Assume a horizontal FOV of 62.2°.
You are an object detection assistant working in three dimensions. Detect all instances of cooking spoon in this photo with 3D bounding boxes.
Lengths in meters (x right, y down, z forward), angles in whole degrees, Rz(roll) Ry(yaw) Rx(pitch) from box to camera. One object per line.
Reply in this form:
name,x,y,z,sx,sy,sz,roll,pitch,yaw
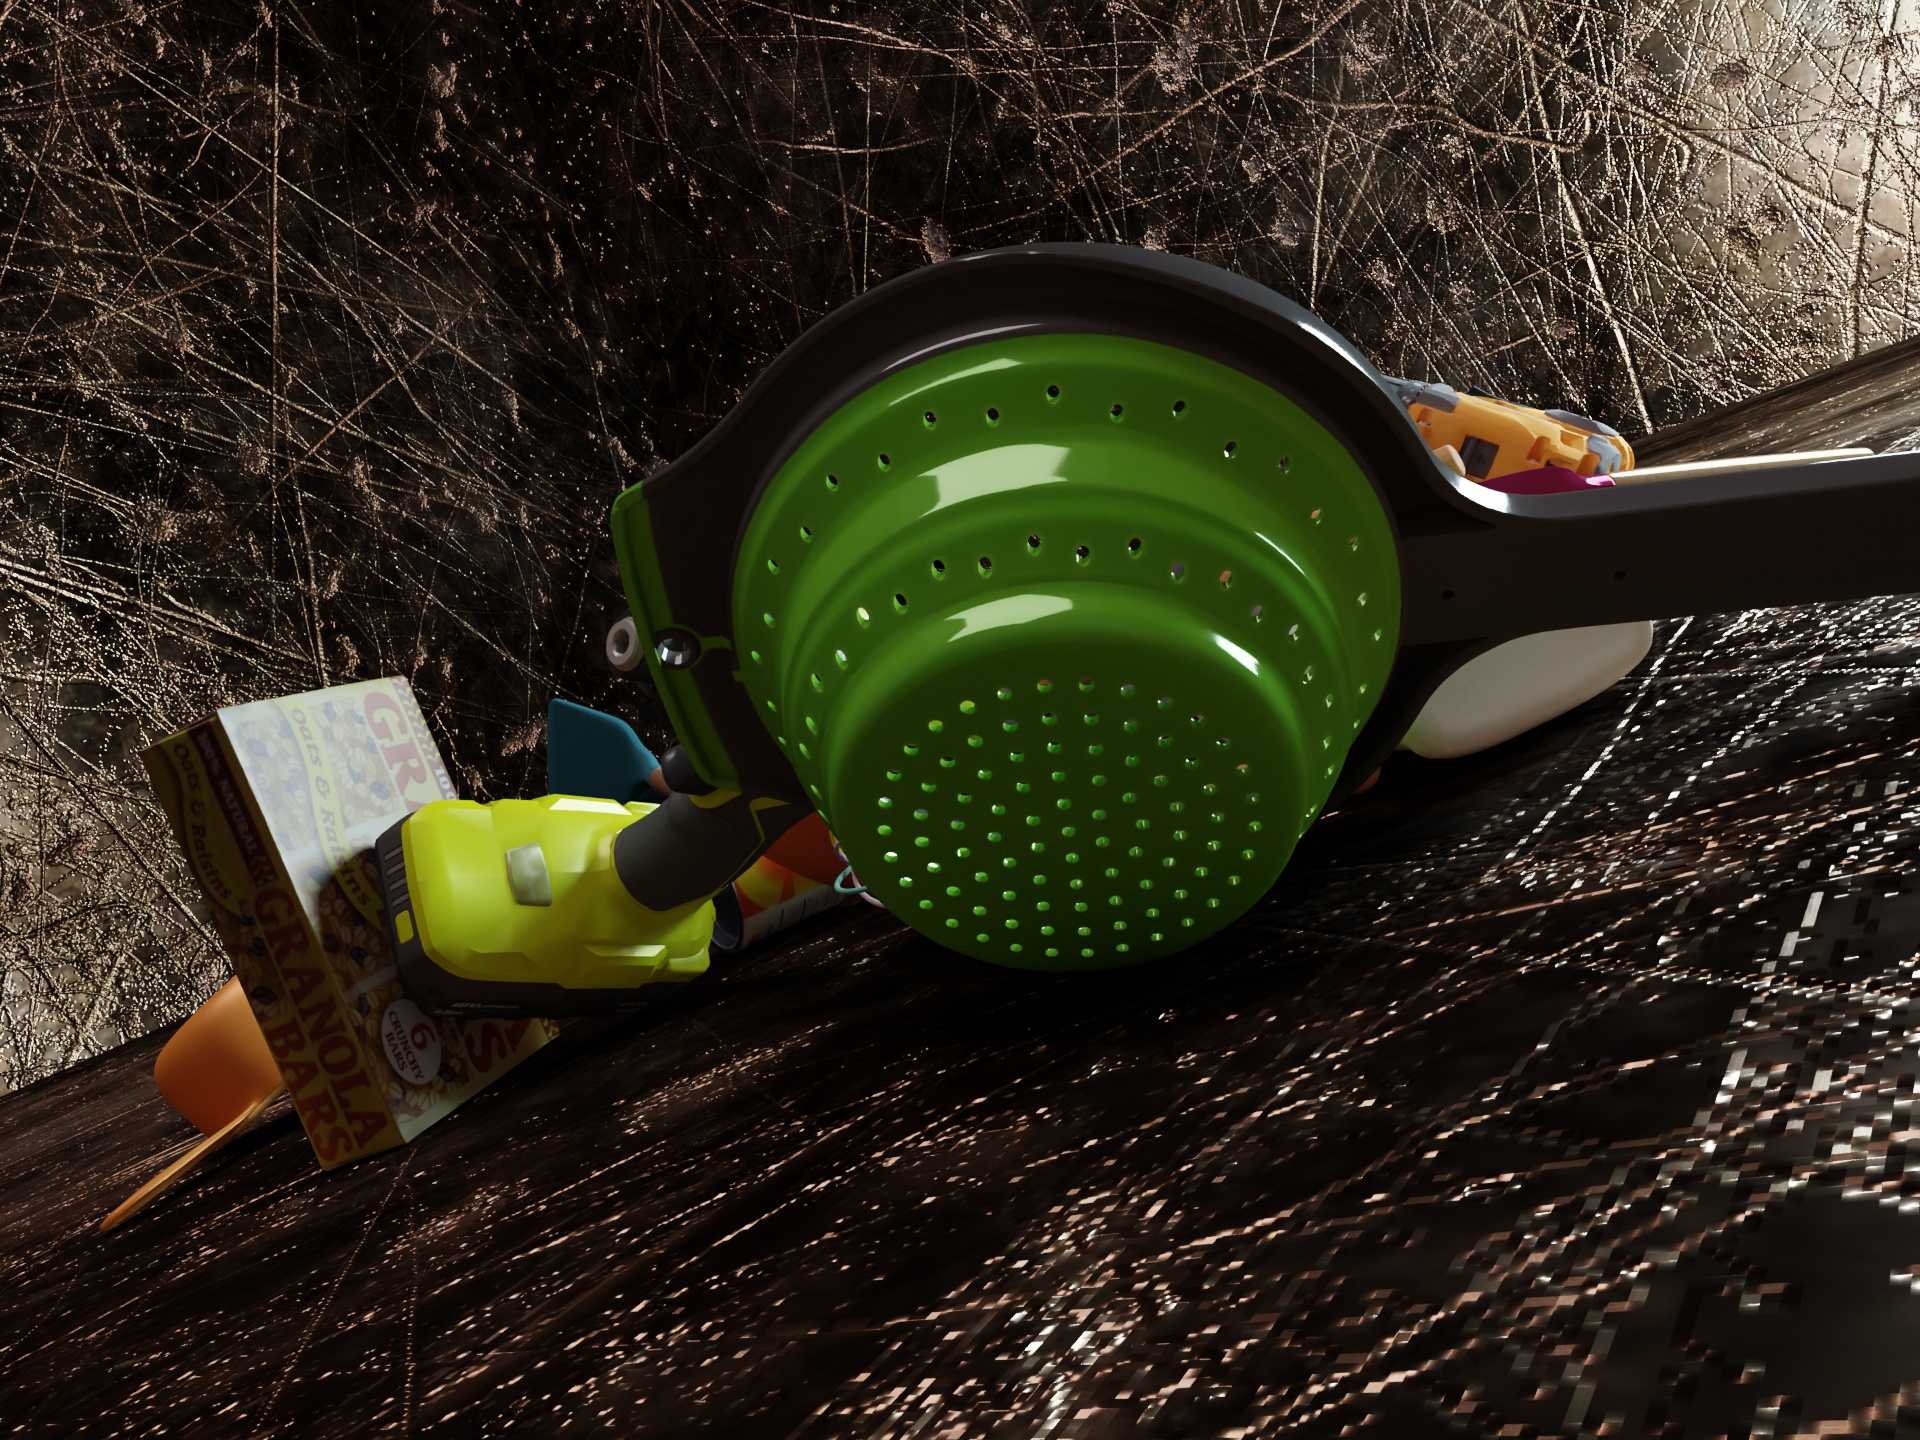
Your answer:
cooking spoon,0.326,-0.112,0.759,0.318,0.017,0.069,-9,-6,-24

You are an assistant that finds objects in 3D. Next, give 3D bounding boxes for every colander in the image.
colander,0.107,-0.013,0.388,0.397,0.204,0.095,-6,39,7

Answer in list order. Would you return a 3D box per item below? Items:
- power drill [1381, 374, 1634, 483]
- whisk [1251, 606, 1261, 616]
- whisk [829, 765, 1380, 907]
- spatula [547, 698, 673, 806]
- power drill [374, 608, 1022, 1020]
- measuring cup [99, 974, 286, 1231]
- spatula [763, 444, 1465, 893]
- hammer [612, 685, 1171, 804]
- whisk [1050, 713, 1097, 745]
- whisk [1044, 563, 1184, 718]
power drill,0.287,-0.153,0.912,0.185,0.084,0.226,25,16,24
whisk,0.169,-0.053,0.739,0.070,0.070,0.285,-23,11,-33
whisk,0.038,0.034,0.579,0.245,0.047,0.051,-15,5,41
spatula,-0.172,0.040,0.901,0.044,0.082,0.318,-3,7,-29
power drill,-0.102,0.027,0.566,0.223,0.080,0.171,-35,-28,31
measuring cup,-0.336,0.160,0.701,0.095,0.052,0.174,-44,4,17
spatula,0.052,-0.015,0.629,0.322,0.041,0.081,-29,-39,30
hammer,-0.039,0.013,0.923,0.405,0.035,0.144,-11,-1,28
whisk,0.026,0.013,0.986,0.296,0.073,0.073,-14,5,24
whisk,0.057,-0.027,0.748,0.239,0.055,0.055,-39,6,-10
